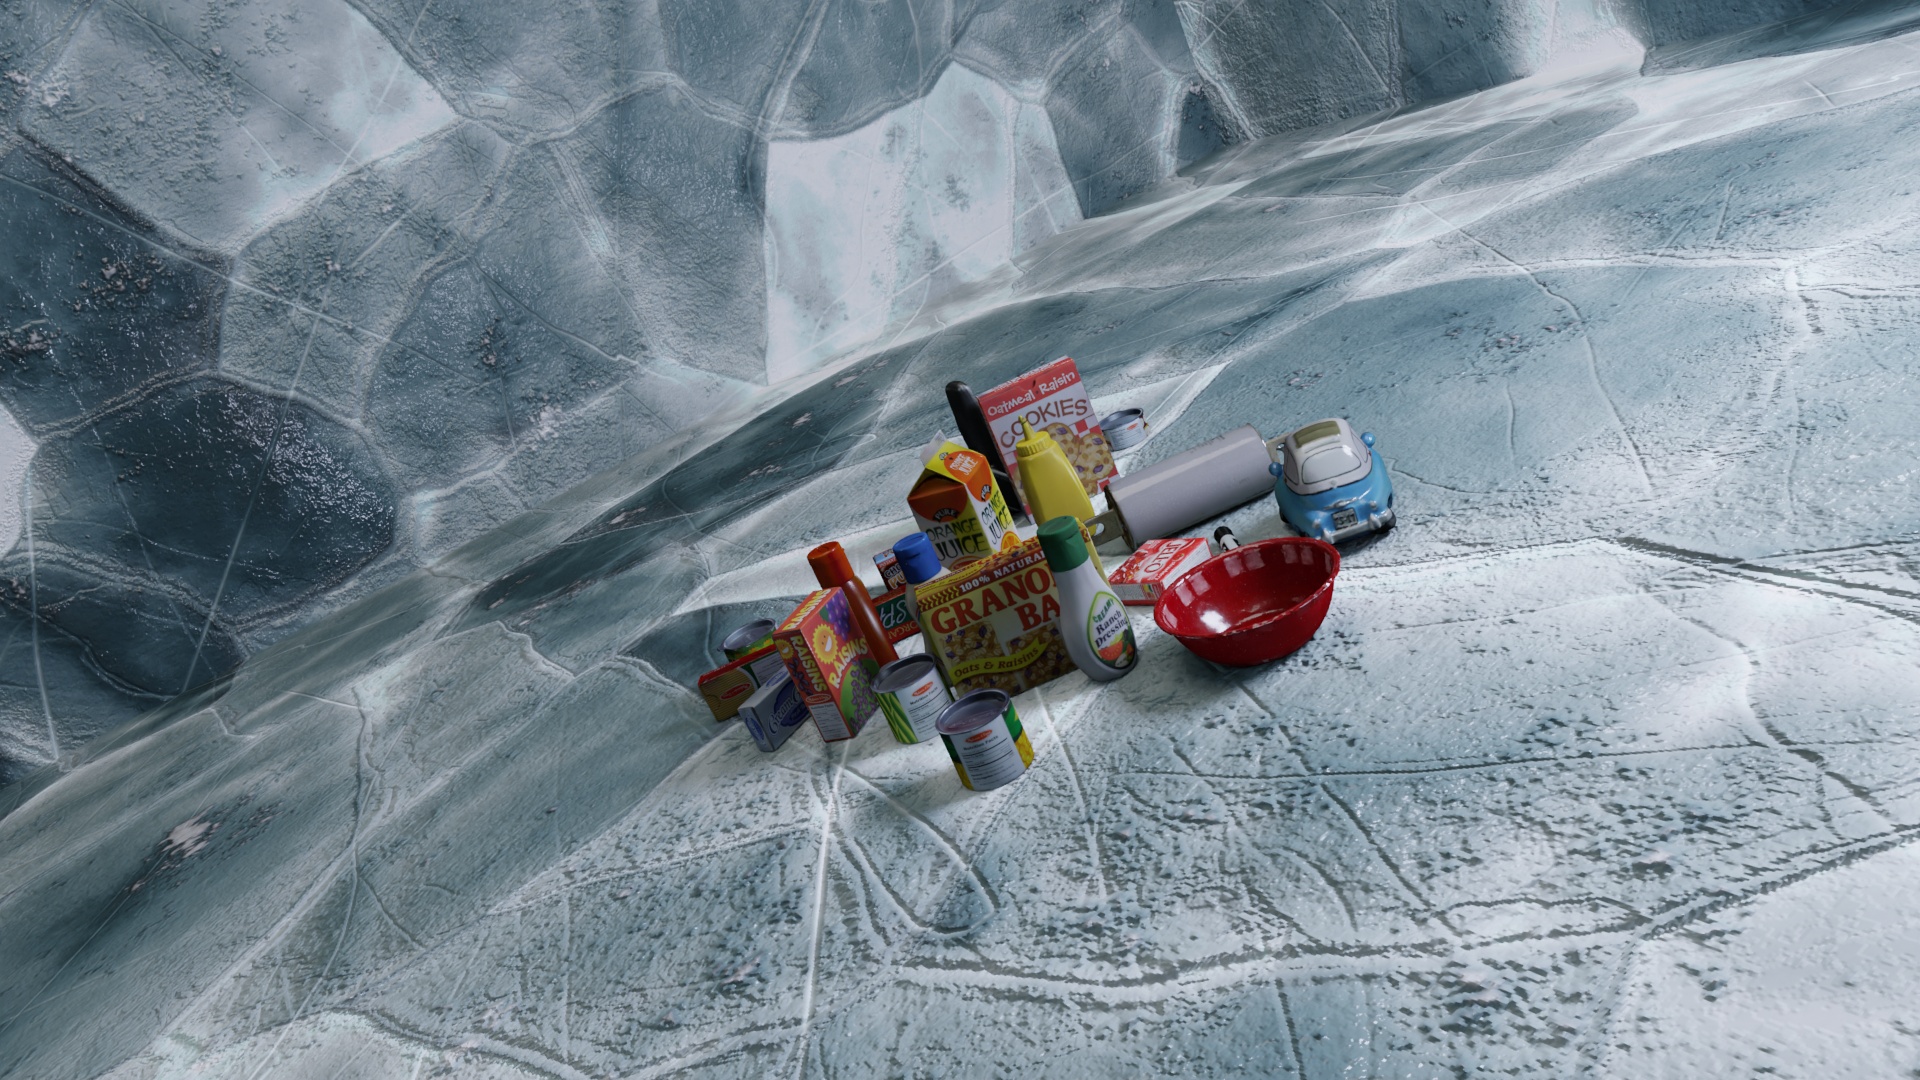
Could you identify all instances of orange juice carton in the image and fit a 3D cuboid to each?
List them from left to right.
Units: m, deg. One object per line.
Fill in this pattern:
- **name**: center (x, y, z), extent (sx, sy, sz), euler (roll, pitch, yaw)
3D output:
- **orange juice carton**: center (0.005, -0.018, 1.458), extent (0.073, 0.192, 0.072), euler (-15, 20, 27)

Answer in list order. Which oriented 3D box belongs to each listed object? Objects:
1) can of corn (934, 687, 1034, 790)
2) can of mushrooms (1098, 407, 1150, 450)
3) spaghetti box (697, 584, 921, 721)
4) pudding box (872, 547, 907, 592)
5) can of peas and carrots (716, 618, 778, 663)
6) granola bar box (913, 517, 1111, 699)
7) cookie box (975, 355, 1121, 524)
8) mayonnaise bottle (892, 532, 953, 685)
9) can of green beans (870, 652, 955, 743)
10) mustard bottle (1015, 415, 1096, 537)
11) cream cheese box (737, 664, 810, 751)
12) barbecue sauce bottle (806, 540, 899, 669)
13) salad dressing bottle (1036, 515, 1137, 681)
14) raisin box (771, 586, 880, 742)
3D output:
- **can of corn**: center (0.021, 0.163, 1.147), extent (0.071, 0.058, 0.071), euler (-21, 18, 7)
- **can of mushrooms**: center (0.213, -0.146, 1.816), extent (0.071, 0.033, 0.071), euler (-21, 18, 7)
- **spaghetti box**: center (-0.158, 0.120, 1.496), extent (0.250, 0.050, 0.029), euler (-24, 18, -2)
- **pudding box**: center (-0.056, 0.025, 1.639), extent (0.084, 0.049, 0.030), euler (-25, 18, -4)
- **can of peas and carrots**: center (-0.226, 0.129, 1.541), extent (0.071, 0.058, 0.071), euler (-21, 18, 7)
- **granola bar box**: center (0.057, 0.068, 1.262), extent (0.165, 0.124, 0.039), euler (-23, 18, 1)
- **cookie box**: center (0.106, -0.120, 1.661), extent (0.123, 0.167, 0.040), euler (-25, 18, -3)
- **mayonnaise bottle**: center (-0.021, 0.065, 1.329), extent (0.065, 0.147, 0.041), euler (-21, 18, 10)
- **can of green beans**: center (-0.041, 0.145, 1.274), extent (0.071, 0.057, 0.071), euler (-21, 18, 7)
- **mustard bottle**: center (0.098, -0.069, 1.540), extent (0.065, 0.159, 0.049), euler (-26, 18, -7)
- **cream cheese box**: center (-0.175, 0.161, 1.397), extent (0.024, 0.053, 0.104), euler (-9, 23, 38)
- **barbecue sauce bottle**: center (-0.109, 0.073, 1.414), extent (0.044, 0.148, 0.065), euler (-30, 19, -19)
- **salad dressing bottle**: center (0.108, 0.051, 1.212), extent (0.064, 0.147, 0.044), euler (-36, 21, -33)
- **raisin box**: center (-0.124, 0.119, 1.342), extent (0.040, 0.123, 0.086), euler (-13, 21, 31)
